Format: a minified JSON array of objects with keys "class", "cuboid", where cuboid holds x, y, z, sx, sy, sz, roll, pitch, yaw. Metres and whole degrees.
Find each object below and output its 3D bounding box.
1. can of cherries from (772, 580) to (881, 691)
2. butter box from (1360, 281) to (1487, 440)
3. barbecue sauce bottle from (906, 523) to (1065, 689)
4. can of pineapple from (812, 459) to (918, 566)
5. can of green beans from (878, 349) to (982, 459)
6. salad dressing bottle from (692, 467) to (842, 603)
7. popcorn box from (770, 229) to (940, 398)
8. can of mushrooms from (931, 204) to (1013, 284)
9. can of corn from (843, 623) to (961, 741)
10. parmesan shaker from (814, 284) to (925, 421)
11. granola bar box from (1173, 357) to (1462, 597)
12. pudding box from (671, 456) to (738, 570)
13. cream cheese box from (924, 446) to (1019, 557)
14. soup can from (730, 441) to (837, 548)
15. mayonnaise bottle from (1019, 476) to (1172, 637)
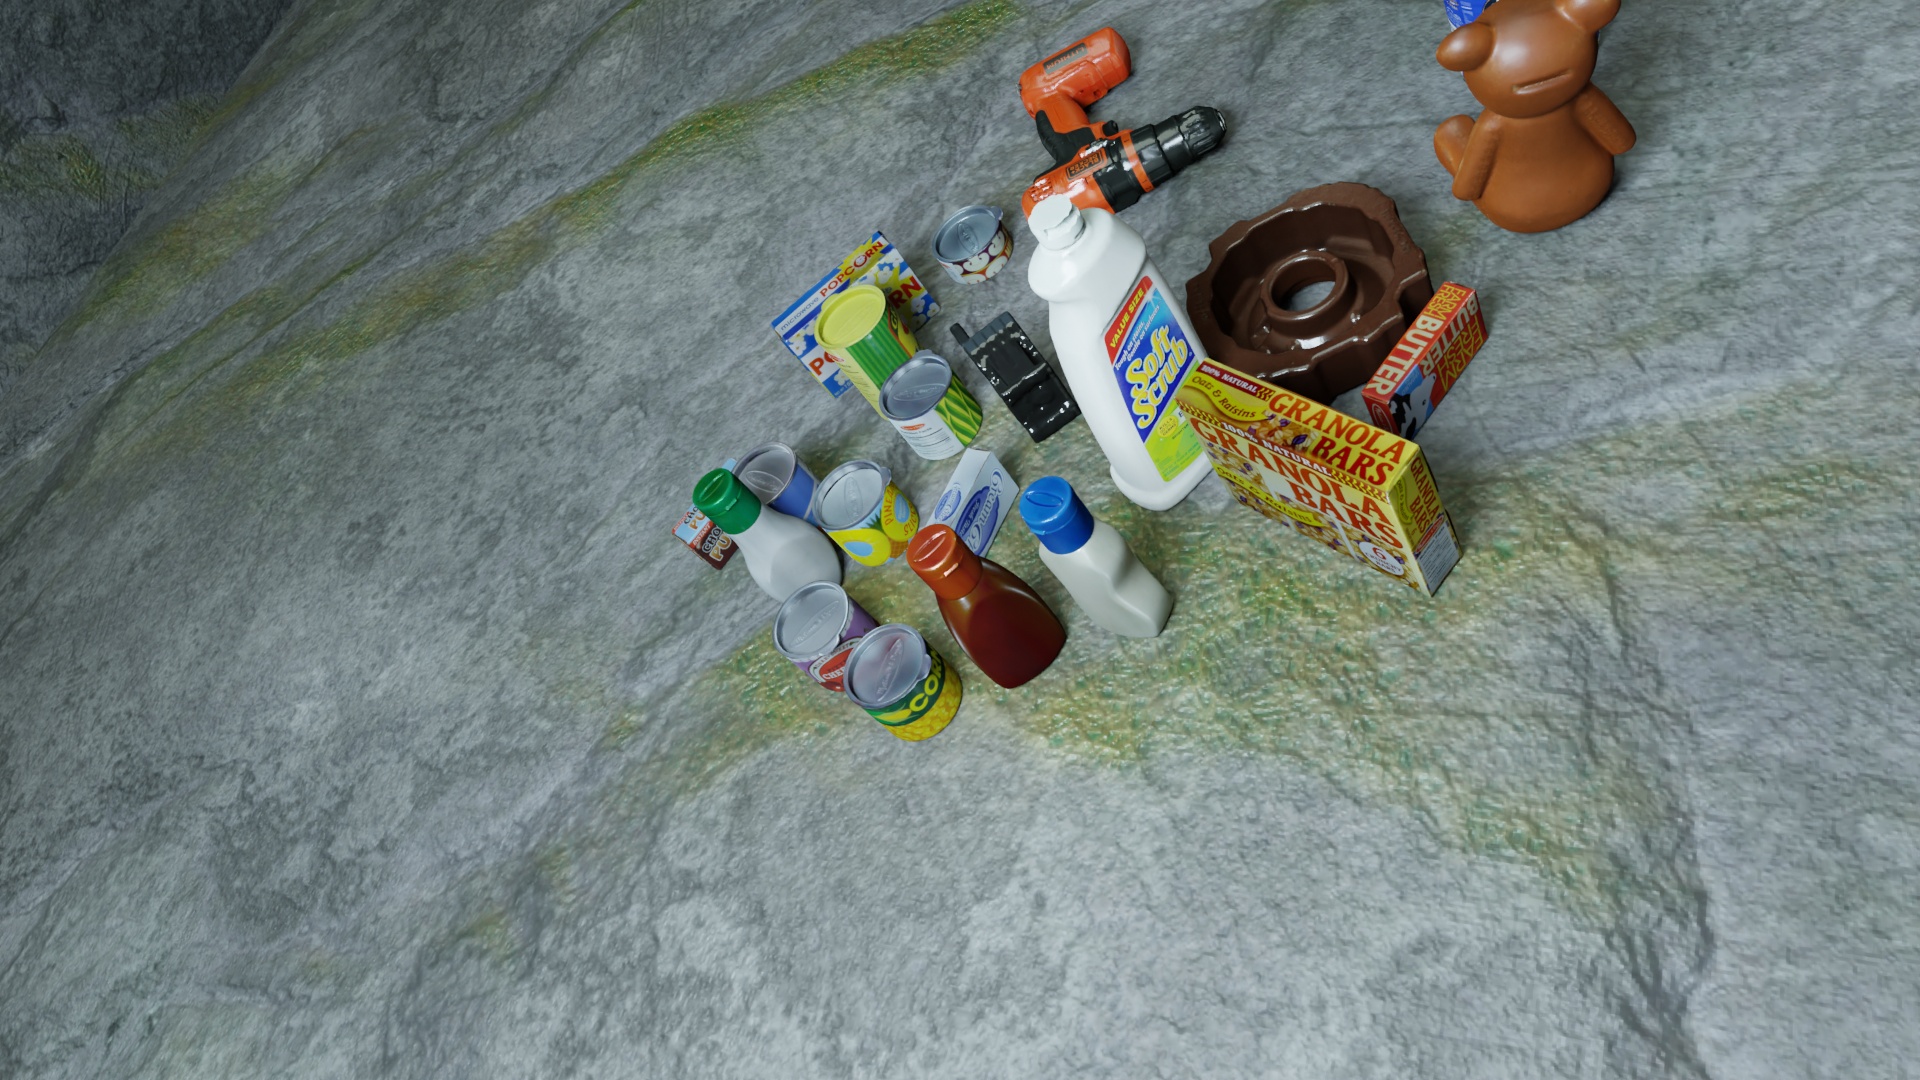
[{"class":"can of cherries","cuboid":[-0.097,0.074,1.039,0.071,0.058,0.072,-16,51,22]},{"class":"butter box","cuboid":[0.310,-0.118,0.927,0.024,0.053,0.103,30,77,42]},{"class":"barbecue sauce bottle","cuboid":[0.015,0.042,0.930,0.065,0.148,0.044,-42,46,-1]},{"class":"can of pineapple","cuboid":[-0.072,-0.021,1.093,0.071,0.057,0.071,-16,51,22]},{"class":"can of green beans","cuboid":[-0.024,-0.108,1.125,0.071,0.057,0.071,-16,51,22]},{"class":"salad dressing bottle","cuboid":[-0.147,-0.001,1.063,0.064,0.147,0.044,-49,47,-7]},{"class":"popcorn box","cuboid":[-0.091,-0.196,1.212,0.127,0.085,0.038,-41,46,0]},{"class":"can of mushrooms","cuboid":[0.013,-0.263,1.231,0.071,0.033,0.071,-16,51,22]},{"class":"can of corn","cuboid":[-0.038,0.101,0.983,0.071,0.058,0.071,-16,51,22]},{"class":"parmesan shaker","cuboid":[-0.068,-0.156,1.156,0.071,0.102,0.071,-17,51,22]},{"class":"granola bar box","cuboid":[0.225,-0.042,0.877,0.039,0.124,0.166,-50,47,-8]},{"class":"pudding box","cuboid":[-0.200,-0.023,1.179,0.030,0.049,0.084,27,75,42]},{"class":"cream cheese box","cuboid":[0.004,-0.013,1.043,0.024,0.053,0.104,12,65,37]},{"class":"soup can","cuboid":[-0.141,-0.028,1.122,0.071,0.083,0.072,-17,51,22]},{"class":"mayonnaise bottle","cuboid":[0.086,0.012,0.908,0.065,0.147,0.041,14,67,38]}]
